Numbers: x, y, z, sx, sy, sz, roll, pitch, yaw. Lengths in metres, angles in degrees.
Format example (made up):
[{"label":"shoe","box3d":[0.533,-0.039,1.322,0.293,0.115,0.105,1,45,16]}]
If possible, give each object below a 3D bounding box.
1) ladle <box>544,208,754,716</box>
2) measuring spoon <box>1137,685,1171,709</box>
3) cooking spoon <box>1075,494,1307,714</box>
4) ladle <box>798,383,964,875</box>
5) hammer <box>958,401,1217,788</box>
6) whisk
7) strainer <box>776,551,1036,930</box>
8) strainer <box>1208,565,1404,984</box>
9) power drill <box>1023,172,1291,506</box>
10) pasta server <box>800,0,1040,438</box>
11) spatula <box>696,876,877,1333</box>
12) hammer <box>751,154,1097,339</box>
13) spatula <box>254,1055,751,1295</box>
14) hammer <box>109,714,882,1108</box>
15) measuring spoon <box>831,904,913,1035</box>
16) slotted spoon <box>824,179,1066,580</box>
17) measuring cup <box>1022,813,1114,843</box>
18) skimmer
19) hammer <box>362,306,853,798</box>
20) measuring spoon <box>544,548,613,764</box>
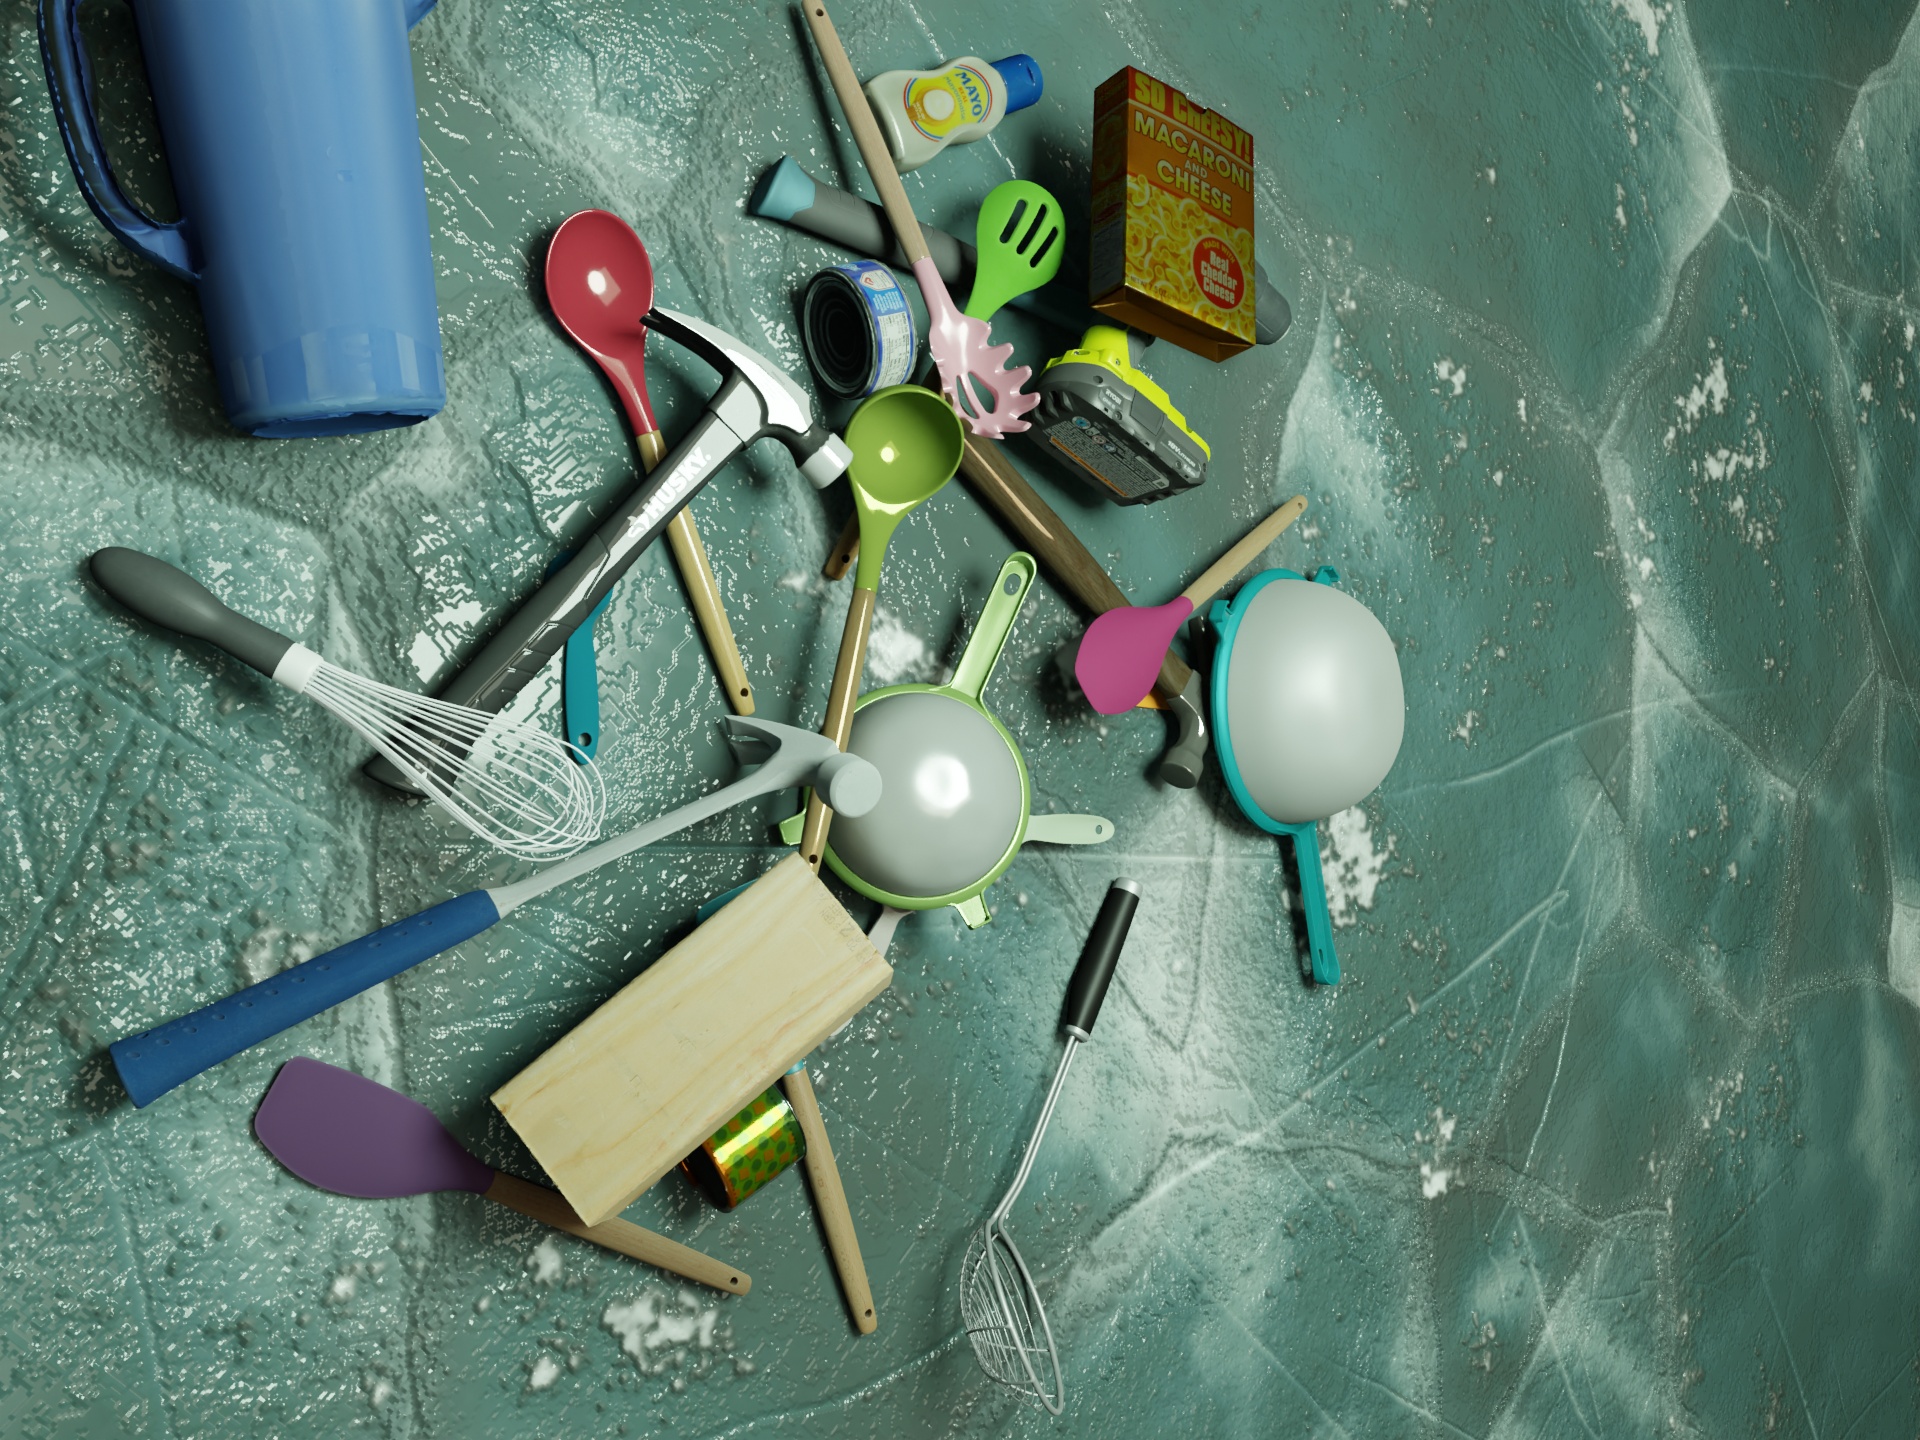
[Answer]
[{"label":"ladle","box3d":[-0.181,-0.151,0.970,0.069,0.031,0.315,-25,104,-29]},{"label":"measuring spoon","box3d":[0.162,-0.018,1.222,0.117,0.011,0.021,-2,89,-36]},{"label":"cooking spoon","box3d":[0.182,-0.099,1.196,0.319,0.017,0.068,-40,106,-39]},{"label":"ladle","box3d":[-0.061,-0.057,0.989,0.078,0.062,0.320,16,77,-22]},{"label":"hammer","box3d":[0.093,-0.104,1.157,0.331,0.031,0.130,46,55,-23]},{"label":"whisk","box3d":[-0.312,-0.010,0.822,0.284,0.070,0.070,31,69,-12]},{"label":"strainer","box3d":[-0.002,-0.003,1.028,0.151,0.069,0.256,25,76,-5]},{"label":"strainer","box3d":[0.297,0.047,1.243,0.211,0.095,0.340,-19,102,-49]},{"label":"power drill","box3d":[0.149,-0.273,1.144,0.190,0.080,0.229,33,65,-28]},{"label":"pasta server","box3d":[-0.034,-0.326,1.034,0.060,0.040,0.316,-24,91,-22]},{"label":"spatula","box3d":[-0.095,0.247,1.002,0.082,0.044,0.317,-21,101,-32]},{"label":"hammer","box3d":[0.005,-0.317,1.109,0.330,0.033,0.128,11,80,-35]},{"label":"spatula","box3d":[-0.248,0.274,0.905,0.315,0.018,0.060,33,70,-29]},{"label":"hammer","box3d":[-0.247,0.095,0.869,0.405,0.144,0.035,-25,116,-25]},{"label":"measuring spoon","box3d":[-0.062,0.151,1.053,0.034,0.018,0.124,35,75,-30]},{"label":"slotted spoon","box3d":[-0.011,-0.230,1.068,0.070,0.031,0.314,32,81,-23]},{"label":"measuring cup","box3d":[0.036,0.074,1.111,0.167,0.038,0.083,5,85,-38]},{"label":"skimmer","box3d":[0.087,0.283,1.105,0.363,0.090,0.127,-67,154,-21]},{"label":"hammer","box3d":[-0.215,-0.089,0.911,0.146,0.035,0.335,45,72,-19]},{"label":"measuring spoon","box3d":[-0.220,-0.038,0.937,0.042,0.021,0.128,0,86,-36]}]
